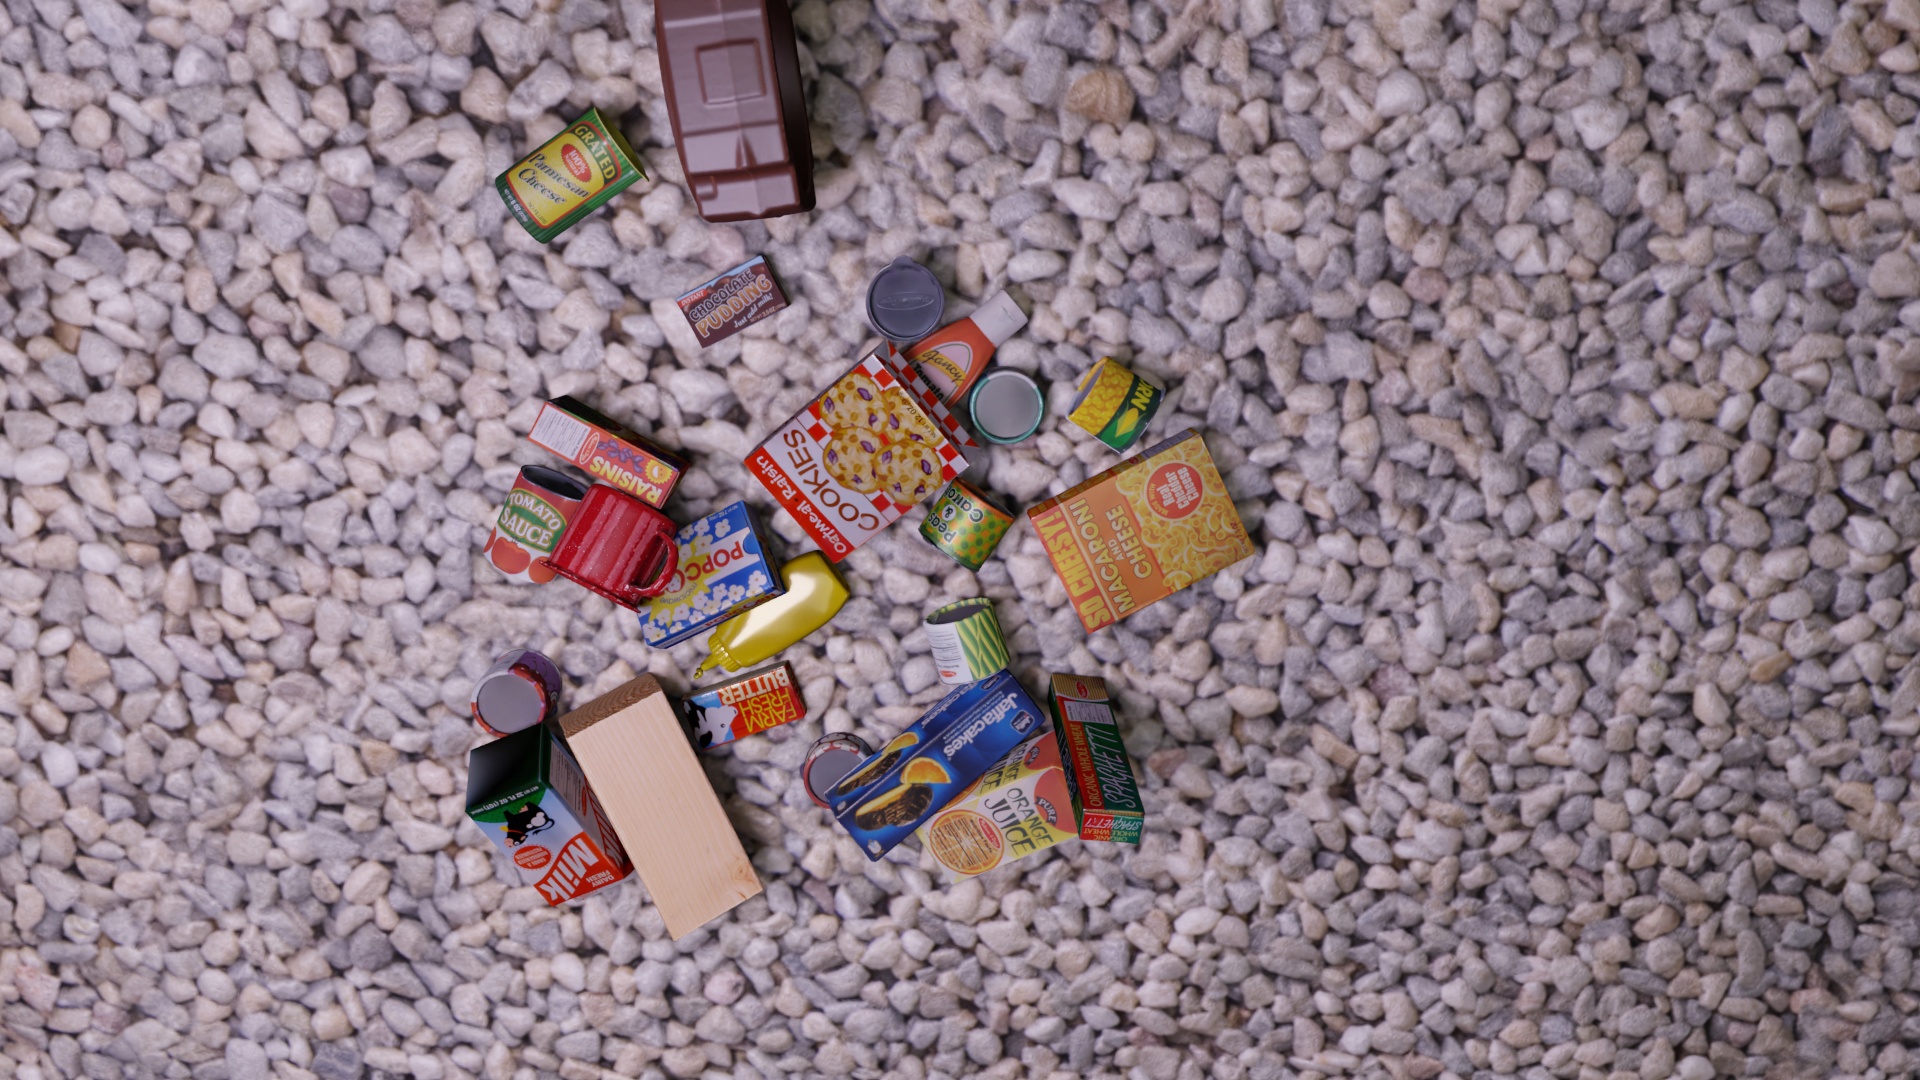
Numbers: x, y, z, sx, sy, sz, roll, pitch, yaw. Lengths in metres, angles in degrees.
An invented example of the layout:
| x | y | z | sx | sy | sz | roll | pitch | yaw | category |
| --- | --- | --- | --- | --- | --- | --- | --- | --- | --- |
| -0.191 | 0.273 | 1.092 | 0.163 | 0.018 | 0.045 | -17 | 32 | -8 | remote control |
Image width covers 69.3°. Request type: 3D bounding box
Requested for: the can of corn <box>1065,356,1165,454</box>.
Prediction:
| x | y | z | sx | sy | sz | roll | pitch | yaw | category |
| --- | --- | --- | --- | --- | --- | --- | --- | --- | --- |
| 0.134 | -0.119 | 1.202 | 0.058 | 0.071 | 0.071 | 32 | 99 | -9 | can of corn |

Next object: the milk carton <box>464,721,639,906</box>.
| x | y | z | sx | sy | sz | roll | pitch | yaw | category |
| --- | --- | --- | --- | --- | --- | --- | --- | --- | --- |
| -0.357 | 0.257 | 1.235 | 0.072 | 0.074 | 0.189 | -23 | 129 | 3 | milk carton |

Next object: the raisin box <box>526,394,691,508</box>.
| x | y | z | sx | sy | sz | roll | pitch | yaw | category |
| --- | --- | --- | --- | --- | --- | --- | --- | --- | --- |
| -0.295 | -0.077 | 1.178 | 0.123 | 0.086 | 0.040 | 29 | 95 | -9 | raisin box |

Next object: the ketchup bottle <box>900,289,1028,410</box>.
| x | y | z | sx | sy | sz | roll | pitch | yaw | category |
| --- | --- | --- | --- | --- | --- | --- | --- | --- | --- |
| -0.009 | -0.155 | 1.199 | 0.148 | 0.043 | 0.064 | -40 | 101 | 5 | ketchup bottle |

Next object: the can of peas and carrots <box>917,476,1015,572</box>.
| x | y | z | sx | sy | sz | roll | pitch | yaw | category |
| --- | --- | --- | --- | --- | --- | --- | --- | --- | --- |
| 0.004 | -0.015 | 1.217 | 0.071 | 0.071 | 0.058 | 34 | 98 | -10 | can of peas and carrots |

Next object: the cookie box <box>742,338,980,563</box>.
| x | y | z | sx | sy | sz | roll | pitch | yaw | category |
| --- | --- | --- | --- | --- | --- | --- | --- | --- | --- |
| -0.086 | -0.072 | 1.183 | 0.167 | 0.040 | 0.123 | -35 | 103 | 29 | cookie box |

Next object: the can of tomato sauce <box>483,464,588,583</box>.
| x | y | z | sx | sy | sz | roll | pitch | yaw | category |
| --- | --- | --- | --- | --- | --- | --- | --- | --- | --- |
| -0.364 | -0.014 | 1.196 | 0.071 | 0.071 | 0.083 | 26 | 100 | -8 | can of tomato sauce |

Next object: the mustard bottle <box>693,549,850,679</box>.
| x | y | z | sx | sy | sz | roll | pitch | yaw | category |
| --- | --- | --- | --- | --- | --- | --- | --- | --- | --- |
| -0.175 | 0.073 | 1.236 | 0.160 | 0.049 | 0.065 | -35 | 95 | 5 | mustard bottle |

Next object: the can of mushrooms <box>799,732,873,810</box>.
| x | y | z | sx | sy | sz | roll | pitch | yaw | category |
| --- | --- | --- | --- | --- | --- | --- | --- | --- | --- |
| -0.114 | 0.214 | 1.279 | 0.071 | 0.033 | 0.071 | -1 | 103 | -3 | can of mushrooms |

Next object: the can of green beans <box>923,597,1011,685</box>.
| x | y | z | sx | sy | sz | roll | pitch | yaw | category |
| --- | --- | --- | --- | --- | --- | --- | --- | --- | --- |
| 0.006 | 0.089 | 1.241 | 0.071 | 0.071 | 0.057 | -17 | 102 | 1 | can of green beans |

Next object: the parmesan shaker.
| x | y | z | sx | sy | sz | roll | pitch | yaw | category |
| --- | --- | --- | --- | --- | --- | --- | --- | --- | --- |
| -0.318 | -0.296 | 1.139 | 0.103 | 0.071 | 0.071 | -34 | 102 | 5 | parmesan shaker |

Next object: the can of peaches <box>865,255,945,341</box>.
| x | y | z | sx | sy | sz | roll | pitch | yaw | category |
| --- | --- | --- | --- | --- | --- | --- | --- | --- | --- |
| -0.047 | -0.206 | 1.178 | 0.071 | 0.058 | 0.071 | -1 | 102 | -2 | can of peaches |

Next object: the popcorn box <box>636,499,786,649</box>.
| x | y | z | sx | sy | sz | roll | pitch | yaw | category |
| --- | --- | --- | --- | --- | --- | --- | --- | --- | --- |
| -0.224 | 0.031 | 1.207 | 0.126 | 0.038 | 0.085 | -25 | 73 | 9 | popcorn box |

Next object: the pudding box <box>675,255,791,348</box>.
| x | y | z | sx | sy | sz | roll | pitch | yaw | category |
| --- | --- | --- | --- | --- | --- | --- | --- | --- | --- |
| -0.193 | -0.204 | 1.185 | 0.084 | 0.030 | 0.049 | -26 | 102 | 2 | pudding box |

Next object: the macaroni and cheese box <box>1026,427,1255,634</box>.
| x | y | z | sx | sy | sz | roll | pitch | yaw | category |
| --- | --- | --- | --- | --- | --- | --- | --- | --- | --- |
| 0.161 | -0.008 | 1.242 | 0.166 | 0.040 | 0.123 | -27 | 102 | 2 | macaroni and cheese box |

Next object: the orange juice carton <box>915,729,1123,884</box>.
| x | y | z | sx | sy | sz | roll | pitch | yaw | category |
| --- | --- | --- | --- | --- | --- | --- | --- | --- | --- |
| 0.060 | 0.230 | 1.244 | 0.192 | 0.072 | 0.073 | -27 | 103 | 22 | orange juice carton |

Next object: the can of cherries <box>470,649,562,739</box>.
| x | y | z | sx | sy | sz | roll | pitch | yaw | category |
| --- | --- | --- | --- | --- | --- | --- | --- | --- | --- |
| -0.392 | 0.138 | 1.234 | 0.071 | 0.058 | 0.071 | -1 | 102 | -3 | can of cherries |

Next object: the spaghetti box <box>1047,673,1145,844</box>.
| x | y | z | sx | sy | sz | roll | pitch | yaw | category |
| --- | --- | --- | --- | --- | --- | --- | --- | --- | --- |
| 0.111 | 0.178 | 1.173 | 0.050 | 0.251 | 0.028 | 5 | 109 | -4 | spaghetti box |

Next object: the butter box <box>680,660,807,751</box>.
| x | y | z | sx | sy | sz | roll | pitch | yaw | category |
| --- | --- | --- | --- | --- | --- | --- | --- | --- | --- |
| -0.197 | 0.150 | 1.265 | 0.103 | 0.024 | 0.053 | -18 | 102 | 1 | butter box |

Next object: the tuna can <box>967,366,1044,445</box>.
| x | y | z | sx | sy | sz | roll | pitch | yaw | category |
| --- | --- | --- | --- | --- | --- | --- | --- | --- | --- |
| 0.039 | -0.116 | 1.216 | 0.071 | 0.033 | 0.071 | -1 | 102 | -3 | tuna can |
